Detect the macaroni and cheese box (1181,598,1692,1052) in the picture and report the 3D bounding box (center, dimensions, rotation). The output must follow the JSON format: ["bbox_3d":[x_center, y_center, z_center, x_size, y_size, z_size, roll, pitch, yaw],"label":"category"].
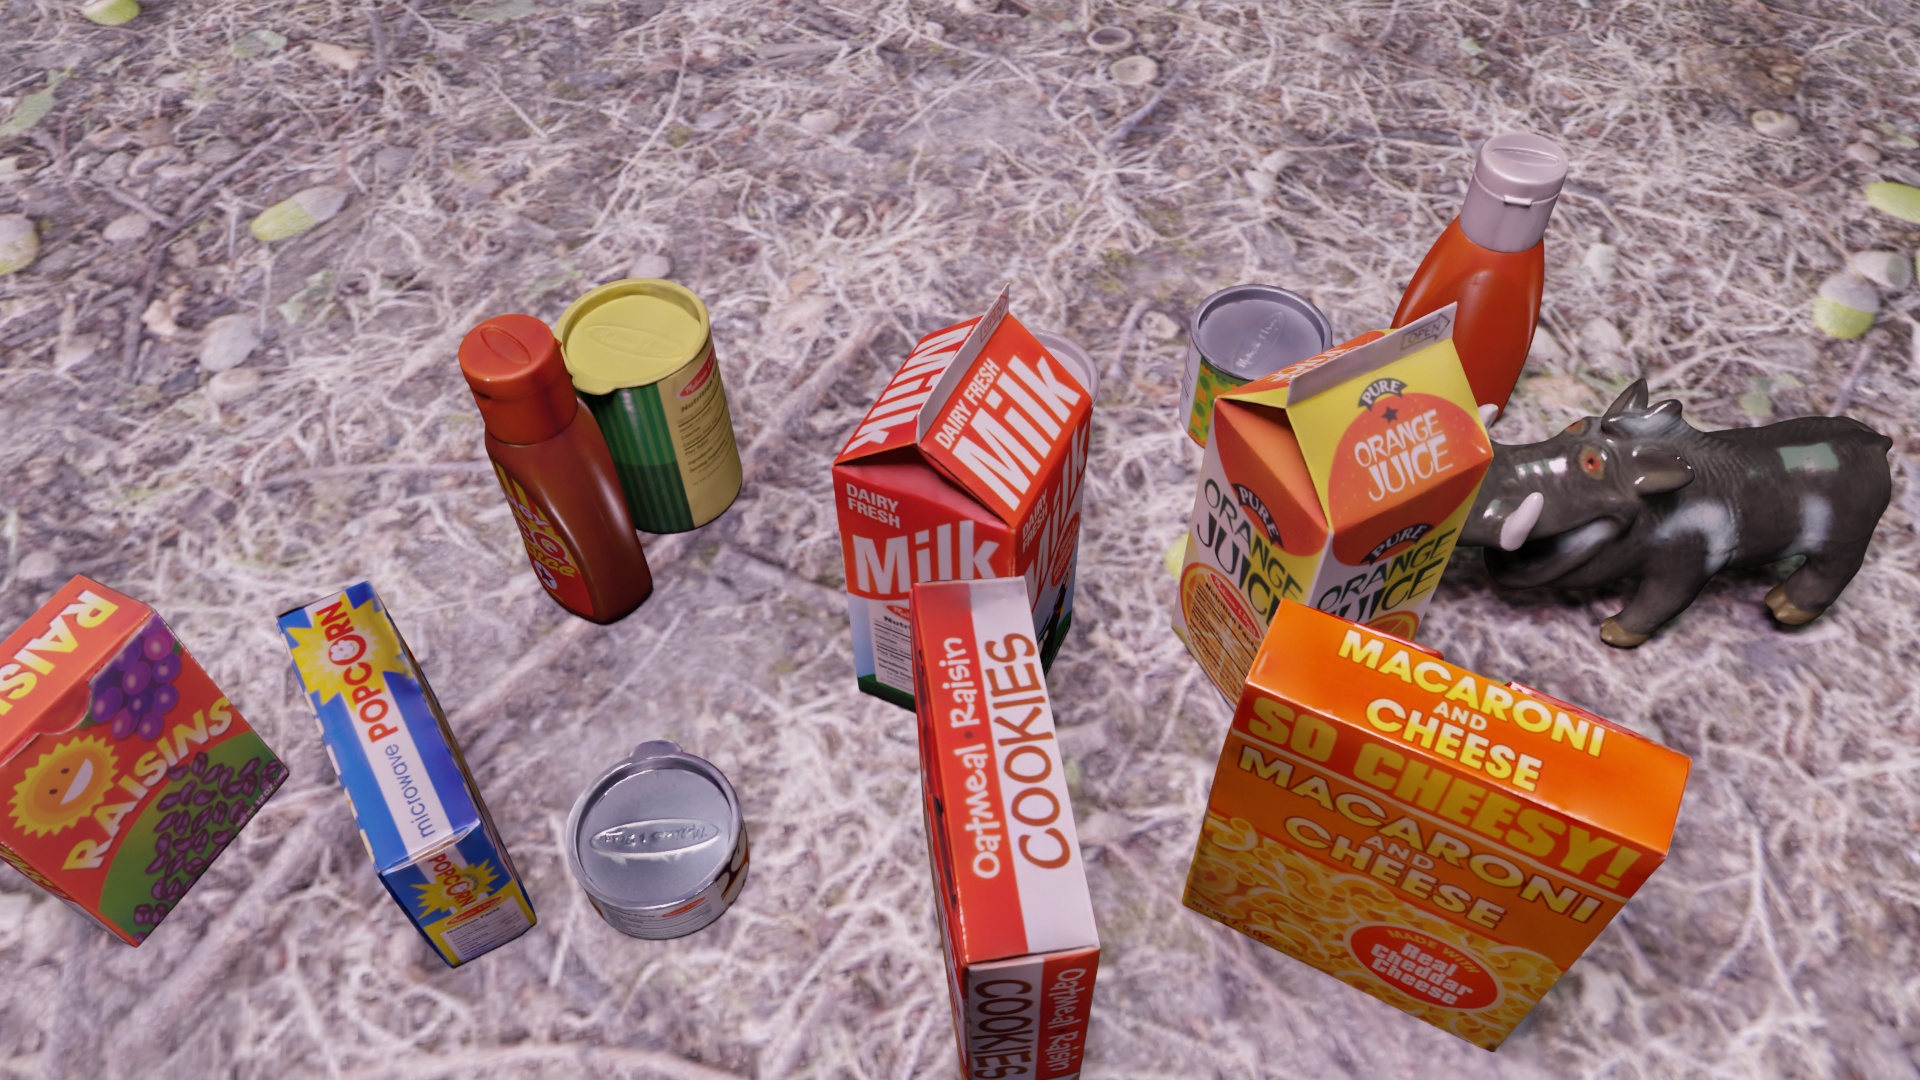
[{"bbox_3d":[0.146,0.099,0.464,0.124,0.165,0.040,22,56,17],"label":"macaroni and cheese box"}]

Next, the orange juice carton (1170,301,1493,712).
[{"bbox_3d":[0.138,-0.008,0.531,0.072,0.191,0.073,-23,55,-16],"label":"orange juice carton"}]

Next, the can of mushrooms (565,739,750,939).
[{"bbox_3d":[-0.116,0.116,0.539,0.071,0.033,0.071,0,52,1],"label":"can of mushrooms"}]

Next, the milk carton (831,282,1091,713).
[{"bbox_3d":[0.002,-0.007,0.534,0.073,0.189,0.073,20,55,16],"label":"milk carton"}]

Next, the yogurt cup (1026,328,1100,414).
[{"bbox_3d":[0.031,-0.059,0.660,0.072,0.053,0.073,0,52,1],"label":"yogurt cup"}]

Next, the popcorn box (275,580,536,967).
[{"bbox_3d":[-0.210,0.088,0.529,0.038,0.084,0.127,-27,57,-19],"label":"popcorn box"}]

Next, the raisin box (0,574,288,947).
[{"bbox_3d":[-0.312,0.084,0.510,0.040,0.122,0.086,22,56,17],"label":"raisin box"}]

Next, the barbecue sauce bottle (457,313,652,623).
[{"bbox_3d":[-0.169,-0.029,0.580,0.065,0.147,0.044,36,61,25],"label":"barbecue sauce bottle"}]

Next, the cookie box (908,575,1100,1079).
[{"bbox_3d":[0.010,0.109,0.457,0.040,0.166,0.123,-7,52,-5],"label":"cookie box"}]

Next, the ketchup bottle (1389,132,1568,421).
[{"bbox_3d":[0.239,-0.116,0.642,0.065,0.148,0.044,12,53,10],"label":"ketchup bottle"}]

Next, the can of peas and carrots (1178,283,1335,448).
[{"bbox_3d":[0.143,-0.080,0.672,0.071,0.058,0.071,0,52,1],"label":"can of peas and carrots"}]

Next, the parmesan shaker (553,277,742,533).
[{"bbox_3d":[-0.141,-0.057,0.630,0.071,0.102,0.072,0,52,1],"label":"parmesan shaker"}]
